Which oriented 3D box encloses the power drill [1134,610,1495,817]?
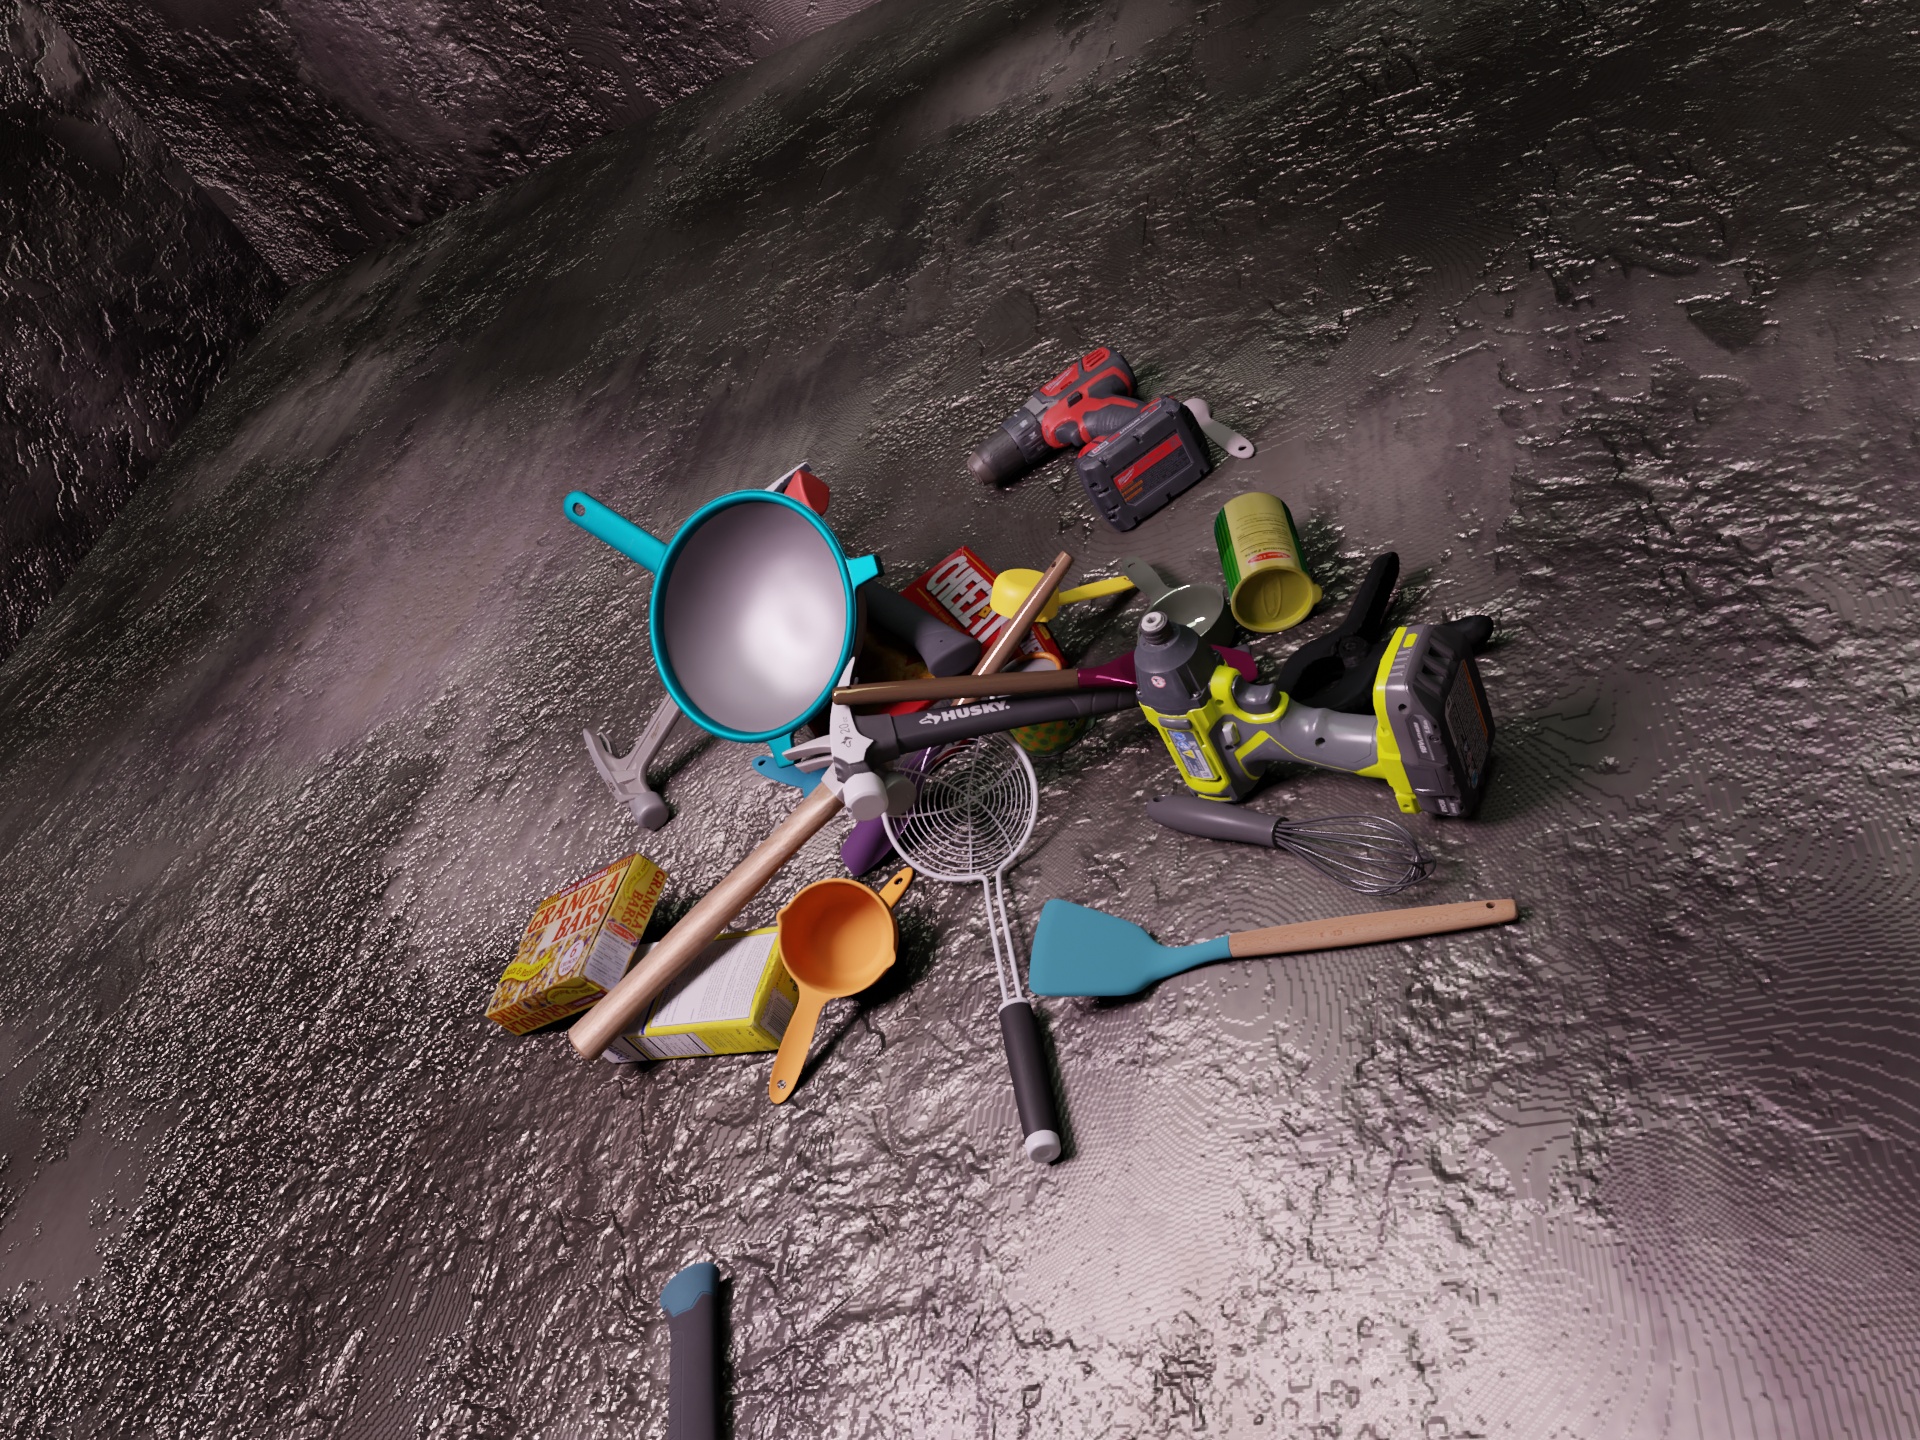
[{"bbox_3d":[0.231,-0.007,1.077,0.223,0.171,0.080,4,52,35],"label":"power drill"}]

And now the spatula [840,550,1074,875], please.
[{"bbox_3d":[-0.002,-0.004,1.293,0.316,0.018,0.060,-55,36,8],"label":"spatula"}]

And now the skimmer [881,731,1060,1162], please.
[{"bbox_3d":[0.016,0.144,1.138,0.127,0.090,0.364,-26,38,12],"label":"skimmer"}]

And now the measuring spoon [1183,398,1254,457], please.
[{"bbox_3d":[0.237,-0.273,1.478,0.034,0.018,0.124,-36,38,-1],"label":"measuring spoon"}]

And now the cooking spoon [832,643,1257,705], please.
[{"bbox_3d":[0.063,-0.029,1.196,0.319,0.017,0.069,-4,34,1],"label":"cooking spoon"}]

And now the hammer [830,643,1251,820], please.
[{"bbox_3d":[0.064,-0.015,1.219,0.334,0.035,0.146,-11,44,-6],"label":"hammer"}]

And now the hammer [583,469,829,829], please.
[{"bbox_3d":[-0.233,-0.079,1.475,0.359,0.036,0.149,-56,47,16],"label":"hammer"}]

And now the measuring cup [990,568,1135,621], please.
[{"bbox_3d":[0.094,-0.116,1.344,0.156,0.029,0.062,-15,35,-32],"label":"measuring cup"}]

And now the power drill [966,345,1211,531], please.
[{"bbox_3d":[0.115,-0.263,1.515,0.188,0.080,0.227,-36,34,-1],"label":"power drill"}]

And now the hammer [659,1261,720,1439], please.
[{"bbox_3d":[-0.162,0.482,0.958,0.128,0.033,0.331,-27,38,12],"label":"hammer"}]

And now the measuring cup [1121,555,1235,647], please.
[{"bbox_3d":[0.173,-0.092,1.321,0.083,0.038,0.168,-35,31,3],"label":"measuring cup"}]

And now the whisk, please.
[{"bbox_3d":[0.218,0.080,1.095,0.239,0.055,0.055,10,56,48],"label":"whisk"}]

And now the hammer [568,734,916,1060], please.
[{"bbox_3d":[-0.181,0.136,1.246,0.331,0.031,0.130,-45,39,-2],"label":"hammer"}]

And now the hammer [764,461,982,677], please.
[{"bbox_3d":[-0.105,-0.131,1.444,0.149,0.036,0.409,-44,41,-10],"label":"hammer"}]

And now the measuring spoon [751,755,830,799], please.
[{"bbox_3d":[-0.152,0.045,1.427,0.129,0.021,0.042,17,61,44],"label":"measuring spoon"}]

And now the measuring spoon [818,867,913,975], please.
[{"bbox_3d":[-0.077,0.159,1.257,0.021,0.011,0.117,21,64,47],"label":"measuring spoon"}]

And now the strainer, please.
[{"bbox_3d":[-0.205,-0.117,1.385,0.341,0.095,0.211,32,105,26],"label":"strainer"}]

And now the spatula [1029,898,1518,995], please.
[{"bbox_3d":[0.199,0.140,1.043,0.317,0.044,0.082,-12,40,26],"label":"spatula"}]

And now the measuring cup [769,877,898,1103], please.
[{"bbox_3d":[-0.105,0.203,1.201,0.095,0.052,0.173,20,87,8],"label":"measuring cup"}]
